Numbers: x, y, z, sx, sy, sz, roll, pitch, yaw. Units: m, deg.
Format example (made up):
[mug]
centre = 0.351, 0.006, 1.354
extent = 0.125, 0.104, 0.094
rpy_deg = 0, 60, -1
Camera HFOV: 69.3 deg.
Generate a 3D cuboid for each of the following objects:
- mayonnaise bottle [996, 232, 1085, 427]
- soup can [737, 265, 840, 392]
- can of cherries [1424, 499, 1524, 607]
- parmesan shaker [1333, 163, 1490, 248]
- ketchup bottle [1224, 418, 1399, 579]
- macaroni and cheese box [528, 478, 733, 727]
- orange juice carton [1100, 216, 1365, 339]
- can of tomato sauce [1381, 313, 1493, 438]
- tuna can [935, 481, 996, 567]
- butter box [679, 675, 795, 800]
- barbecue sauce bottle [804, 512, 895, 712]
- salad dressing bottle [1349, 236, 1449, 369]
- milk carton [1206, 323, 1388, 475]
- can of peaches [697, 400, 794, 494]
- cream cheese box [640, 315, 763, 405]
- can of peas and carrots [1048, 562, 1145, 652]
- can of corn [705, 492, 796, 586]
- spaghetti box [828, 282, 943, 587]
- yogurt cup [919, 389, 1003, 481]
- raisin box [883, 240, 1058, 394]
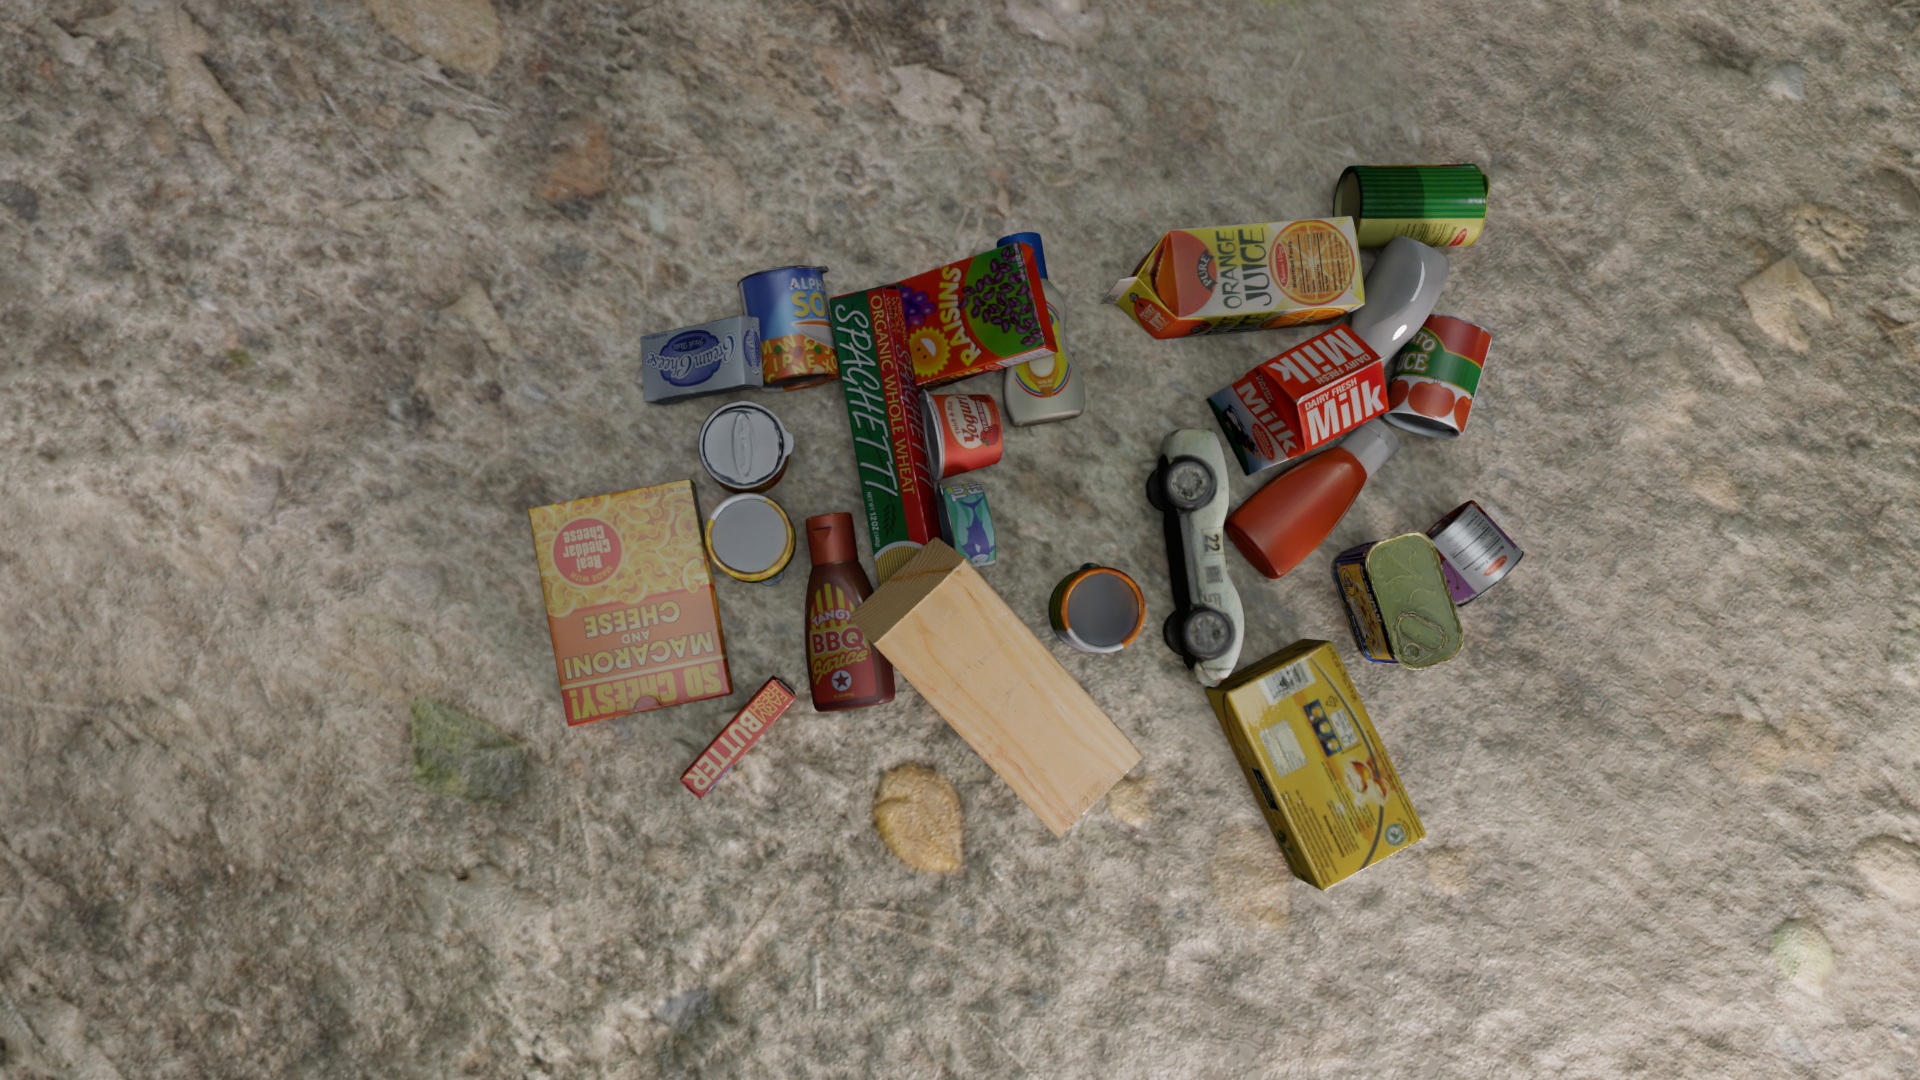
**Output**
[mayonnaise bottle]
centre = 0.057, -0.167, 1.095
extent = 0.065, 0.041, 0.148
rpy_deg = -9, 87, -1
[soup can]
centre = -0.128, -0.162, 1.064
extent = 0.071, 0.071, 0.084
rpy_deg = -11, 88, -6
[can of cherries]
centre = 0.399, 0.010, 1.103
extent = 0.071, 0.071, 0.058
rpy_deg = -42, 85, -7
[parmesan shaker]
centre = 0.361, -0.271, 1.118
extent = 0.103, 0.071, 0.071
rpy_deg = -2, 86, -5
[ketchup bottle]
centre = 0.284, -0.038, 1.107
extent = 0.149, 0.043, 0.064
rpy_deg = -40, 91, -7
[macaroni and cheese box]
centre = -0.248, 0.047, 1.050
extent = 0.124, 0.040, 0.166
rpy_deg = -11, 87, -5
[orange juice carton]
centre = 0.211, -0.205, 1.098
extent = 0.193, 0.071, 0.073
rpy_deg = -6, 86, -6
[can of tomato sauce]
centre = 0.379, -0.131, 1.112
extent = 0.071, 0.071, 0.083
rpy_deg = 18, 85, -4
[tuna can]
centre = 0.004, -0.013, 1.065
extent = 0.033, 0.071, 0.071
rpy_deg = -12, 87, -7
[butter box]
centre = -0.167, 0.146, 1.044
extent = 0.024, 0.053, 0.103
rpy_deg = 43, 83, -3
[barbecue sauce bottle]
centre = -0.090, 0.054, 1.061
extent = 0.065, 0.044, 0.148
rpy_deg = -10, 86, 17
[salad dressing bottle]
centre = 0.332, -0.166, 1.103
extent = 0.044, 0.064, 0.147
rpy_deg = 19, 104, -31
[milk carton]
centre = 0.253, -0.105, 1.035
extent = 0.072, 0.190, 0.073
rpy_deg = -27, 89, -7
[can of peaches]
centre = -0.162, -0.069, 1.058
extent = 0.071, 0.058, 0.071
rpy_deg = 0, 85, -6
[cream cheese box]
centre = -0.196, -0.135, 1.050
extent = 0.103, 0.024, 0.053
rpy_deg = -6, 88, 32
[can of peas and carrots]
centre = 0.106, 0.051, 1.075
extent = 0.071, 0.058, 0.071
rpy_deg = 0, 86, -6
[can of corn]
centre = -0.157, 0.001, 1.053
extent = 0.071, 0.058, 0.071
rpy_deg = 0, 86, -5
[spaghetti box]
centre = -0.053, -0.068, 1.060
extent = 0.050, 0.029, 0.249
rpy_deg = -8, 94, 24
[yogurt cup]
centre = 0.000, -0.083, 1.073
extent = 0.054, 0.072, 0.072
rpy_deg = -9, 87, -14
[raisin box]
centre = 0.004, -0.170, 1.068
extent = 0.123, 0.040, 0.086
rpy_deg = -15, 87, 19
